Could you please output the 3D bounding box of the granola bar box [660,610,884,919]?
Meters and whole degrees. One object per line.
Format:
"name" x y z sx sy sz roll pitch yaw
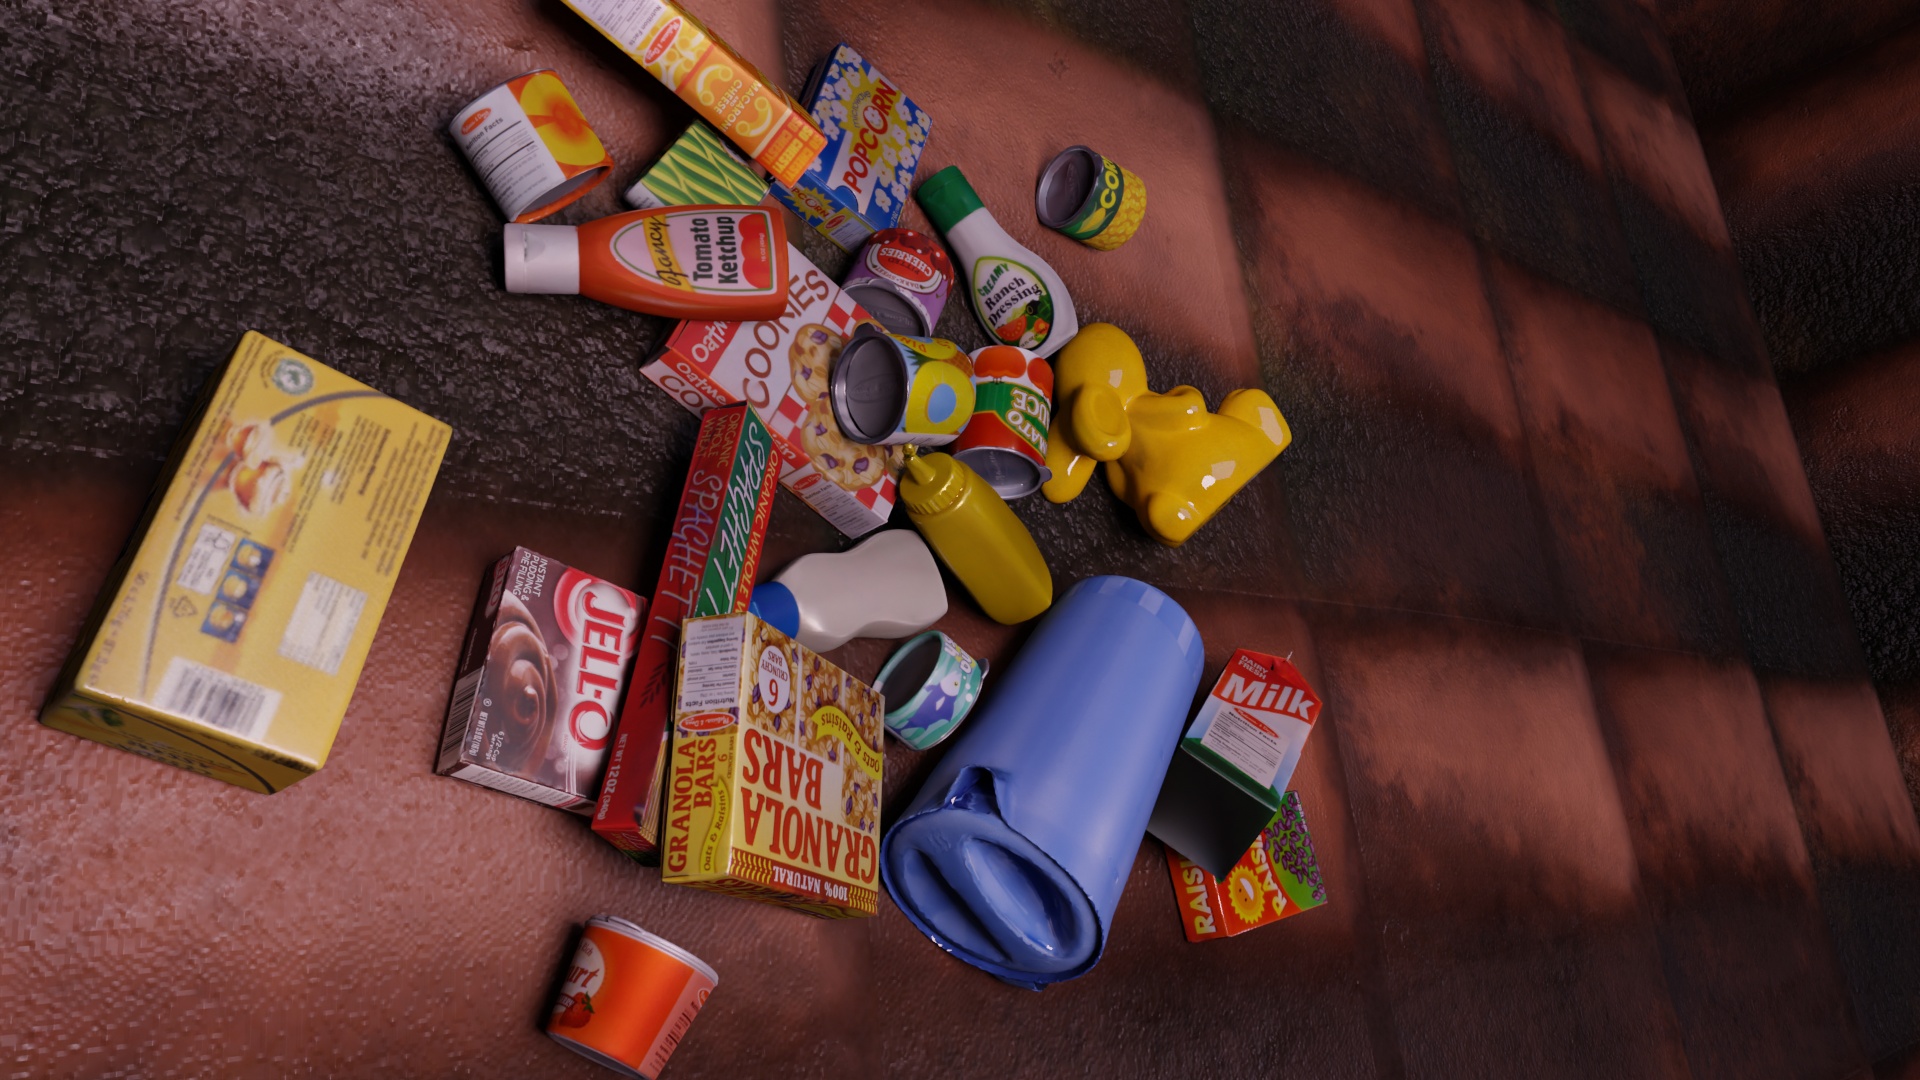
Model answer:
"granola bar box" -0.089 0.119 0.702 0.165 0.039 0.124 45 41 -61

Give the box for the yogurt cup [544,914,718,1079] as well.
"yogurt cup" -0.153 0.212 0.638 0.072 0.072 0.054 39 58 -25

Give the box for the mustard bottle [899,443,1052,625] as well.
"mustard bottle" 0.003 -0.011 0.858 0.159 0.049 0.065 49 19 -41

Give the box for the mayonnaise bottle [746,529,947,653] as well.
"mayonnaise bottle" -0.076 0.034 0.803 0.148 0.041 0.065 -13 75 -44

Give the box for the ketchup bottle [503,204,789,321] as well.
"ketchup bottle" -0.170 -0.152 0.756 0.149 0.043 0.065 -2 78 -18

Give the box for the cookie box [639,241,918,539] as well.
"cookie box" -0.095 -0.100 0.842 0.167 0.040 0.123 40 50 -24

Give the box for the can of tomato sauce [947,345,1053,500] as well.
"can of tomato sauce" 0.028 -0.079 0.928 0.071 0.071 0.083 27 55 -33

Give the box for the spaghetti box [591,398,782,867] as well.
"spaghetti box" -0.133 0.040 0.708 0.050 0.028 0.251 61 30 -50

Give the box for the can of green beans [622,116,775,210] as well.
"can of green beans" -0.154 -0.204 0.813 0.057 0.071 0.071 43 48 -21

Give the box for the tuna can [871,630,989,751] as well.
"tuna can" -0.019 0.086 0.812 0.033 0.071 0.071 42 49 -22

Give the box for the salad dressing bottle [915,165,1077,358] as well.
"salad dressing bottle" 0.024 -0.195 0.985 0.147 0.064 0.044 55 26 1

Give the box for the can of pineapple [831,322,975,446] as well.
"can of pineapple" -0.033 -0.090 0.819 0.058 0.071 0.071 -2 74 -46

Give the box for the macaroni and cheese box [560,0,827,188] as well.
"macaroni and cheese box" -0.160 -0.285 0.812 0.166 0.040 0.124 36 12 -27

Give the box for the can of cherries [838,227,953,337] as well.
"can of cherries" -0.042 -0.160 0.896 0.071 0.071 0.059 40 49 -24

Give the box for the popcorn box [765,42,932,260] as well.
"popcorn box" -0.073 -0.262 0.934 0.085 0.038 0.127 35 51 -29

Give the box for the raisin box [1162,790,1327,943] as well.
"raisin box" 0.200 0.227 0.980 0.123 0.040 0.086 0 73 -44

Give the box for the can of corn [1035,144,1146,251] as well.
"can of corn" 0.104 -0.266 1.079 0.058 0.071 0.071 16 62 -39

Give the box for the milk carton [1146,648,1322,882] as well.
"milk carton" 0.190 0.140 0.952 0.073 0.072 0.191 34 31 10

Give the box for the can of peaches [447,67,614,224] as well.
"can of peaches" -0.228 -0.211 0.747 0.071 0.071 0.058 -40 102 -45
